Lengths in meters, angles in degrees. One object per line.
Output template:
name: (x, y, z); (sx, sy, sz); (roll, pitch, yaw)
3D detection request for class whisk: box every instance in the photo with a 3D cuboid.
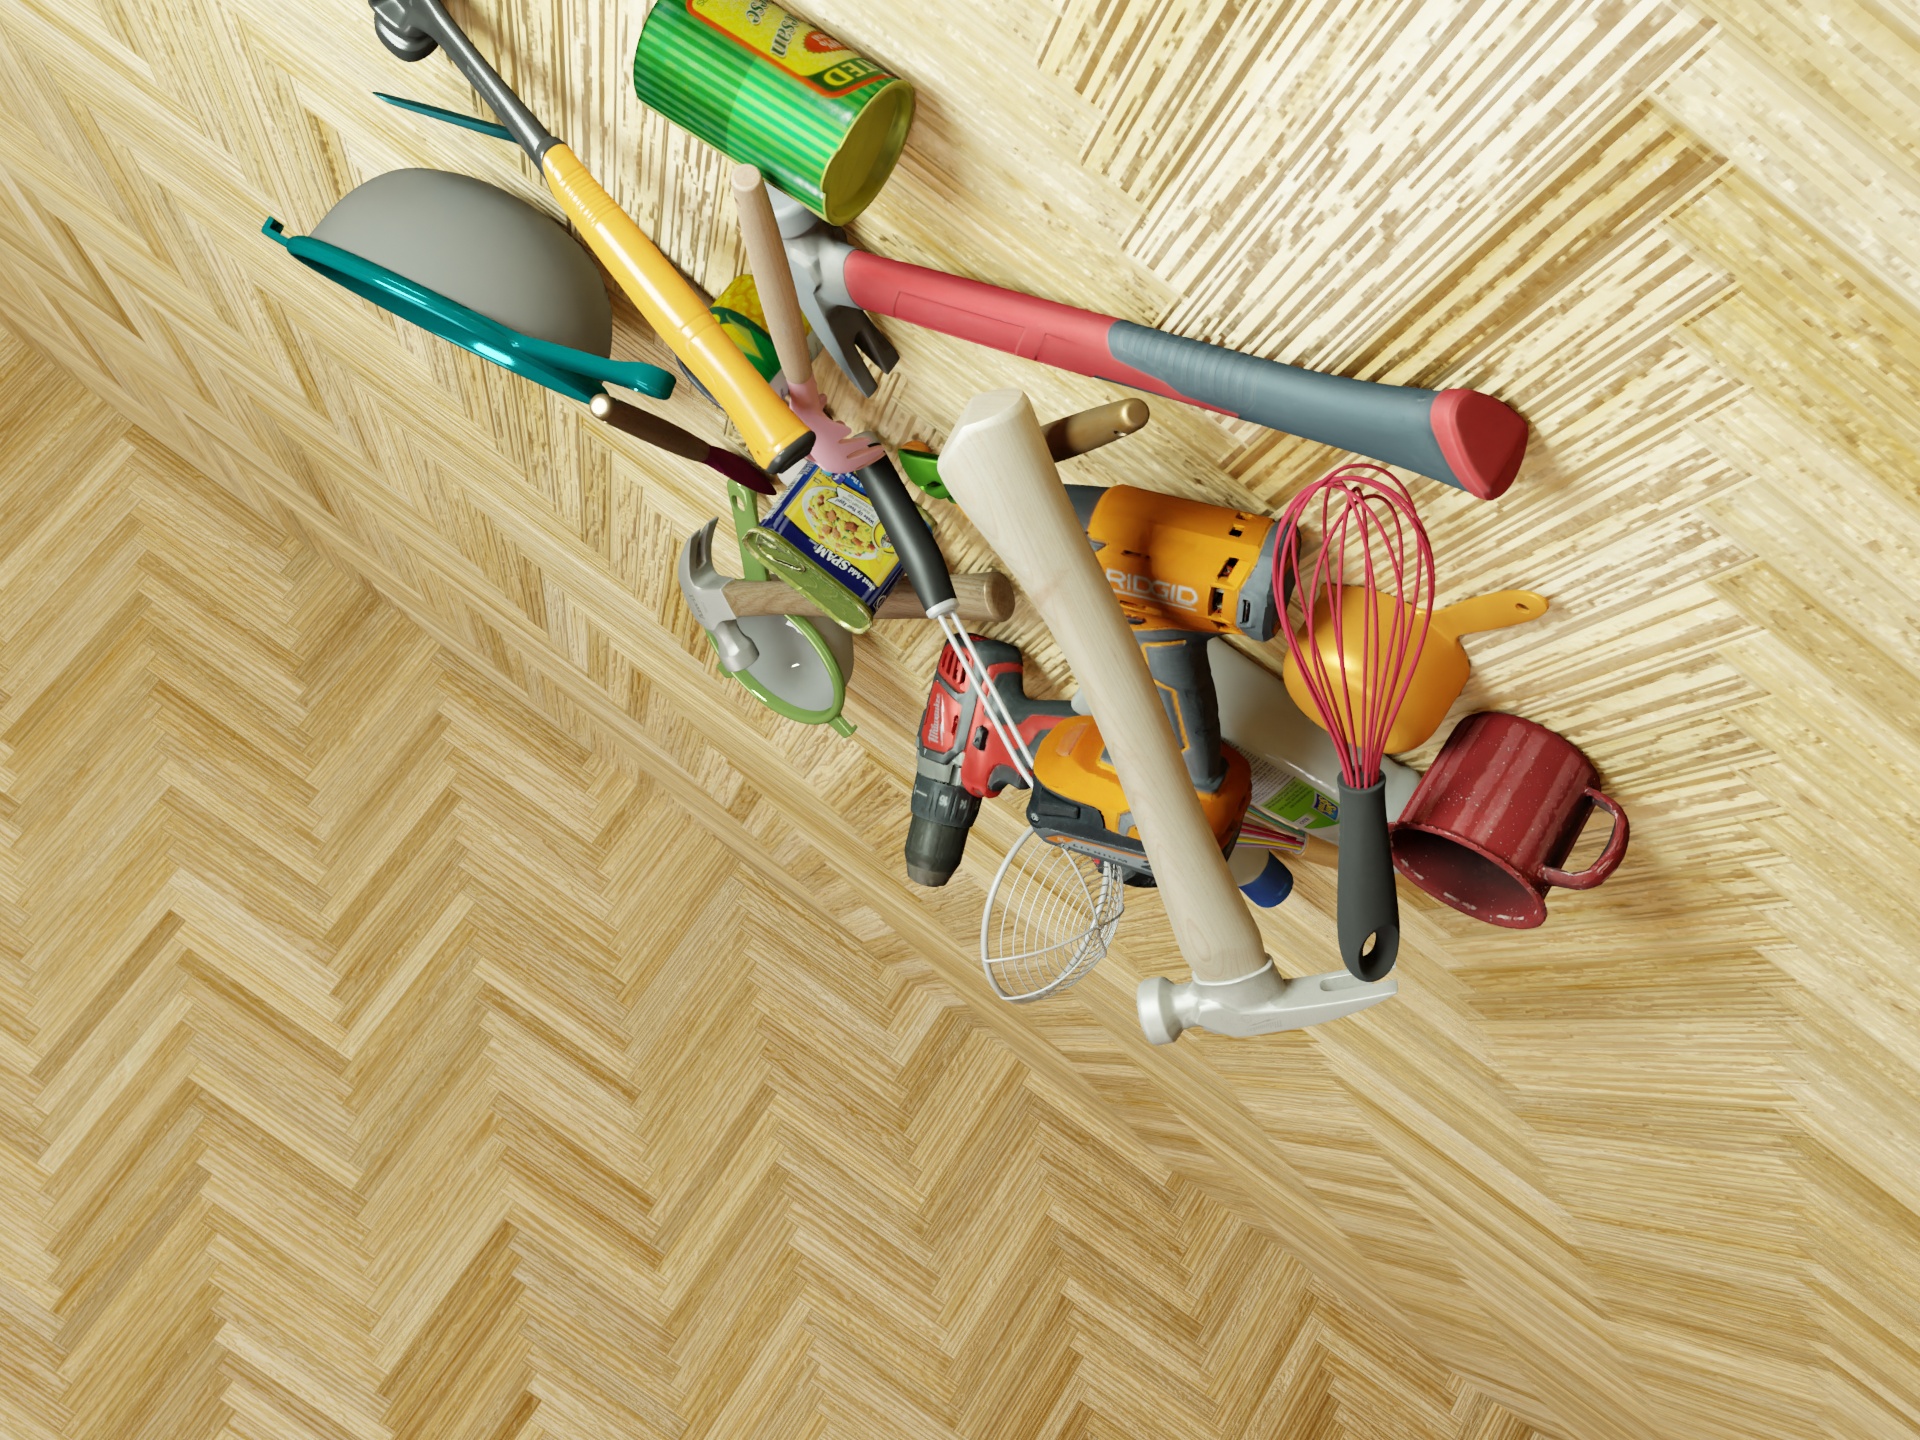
whisk: (0.196, 0.075, 1.008); (0.245, 0.051, 0.047); (17, -165, -17)
whisk: (0.191, 0.012, 0.763); (0.073, 0.073, 0.295); (21, 134, 41)

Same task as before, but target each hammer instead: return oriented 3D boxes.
hammer: (0.101, 0.014, 0.799); (0.146, 0.038, 0.410); (-14, 125, 20)
hammer: (0.071, -0.161, 0.734); (0.387, 0.038, 0.143); (25, 162, 32)
hammer: (-0.094, -0.092, 1.168); (0.331, 0.031, 0.130); (3, 130, 43)
hammer: (-0.190, -0.269, 0.825); (0.337, 0.034, 0.127); (51, 162, -4)

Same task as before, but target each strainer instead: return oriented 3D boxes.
strainer: (-0.260, -0.265, 0.961); (0.341, 0.095, 0.210); (25, -179, 42)
strainer: (-0.144, -0.109, 1.293); (0.152, 0.069, 0.256); (26, 144, 26)

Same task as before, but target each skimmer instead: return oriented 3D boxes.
skimmer: (-0.002, -0.003, 0.992); (0.090, 0.127, 0.363); (-33, 81, 43)

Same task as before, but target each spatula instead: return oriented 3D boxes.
spatula: (-0.202, -0.274, 0.951); (0.317, 0.044, 0.082); (40, -173, -23)

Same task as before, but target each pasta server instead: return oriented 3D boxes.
pasta server: (-0.081, -0.196, 0.815); (0.060, 0.040, 0.316); (45, 172, 10)

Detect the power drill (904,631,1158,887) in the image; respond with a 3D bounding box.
power drill: (0.056, 0.050, 1.114); (0.227, 0.188, 0.080); (19, -172, 38)

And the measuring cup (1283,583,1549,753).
measuring cup: (0.222, -0.027, 0.781); (0.095, 0.052, 0.173); (38, 165, -9)

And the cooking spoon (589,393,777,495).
cooking spoon: (-0.176, -0.178, 1.030); (0.069, 0.017, 0.319); (32, -174, 5)

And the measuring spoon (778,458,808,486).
measuring spoon: (-0.086, -0.144, 1.128); (0.124, 0.018, 0.034); (42, 162, -25)

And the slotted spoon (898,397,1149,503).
slotted spoon: (0.029, -0.134, 0.802); (0.070, 0.031, 0.314); (14, 179, -16)

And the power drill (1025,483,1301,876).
power drill: (0.089, -0.026, 0.862); (0.164, 0.084, 0.226); (16, 134, 18)

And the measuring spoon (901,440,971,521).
measuring spoon: (0.006, -0.136, 0.990); (0.116, 0.011, 0.021); (41, 164, -31)
